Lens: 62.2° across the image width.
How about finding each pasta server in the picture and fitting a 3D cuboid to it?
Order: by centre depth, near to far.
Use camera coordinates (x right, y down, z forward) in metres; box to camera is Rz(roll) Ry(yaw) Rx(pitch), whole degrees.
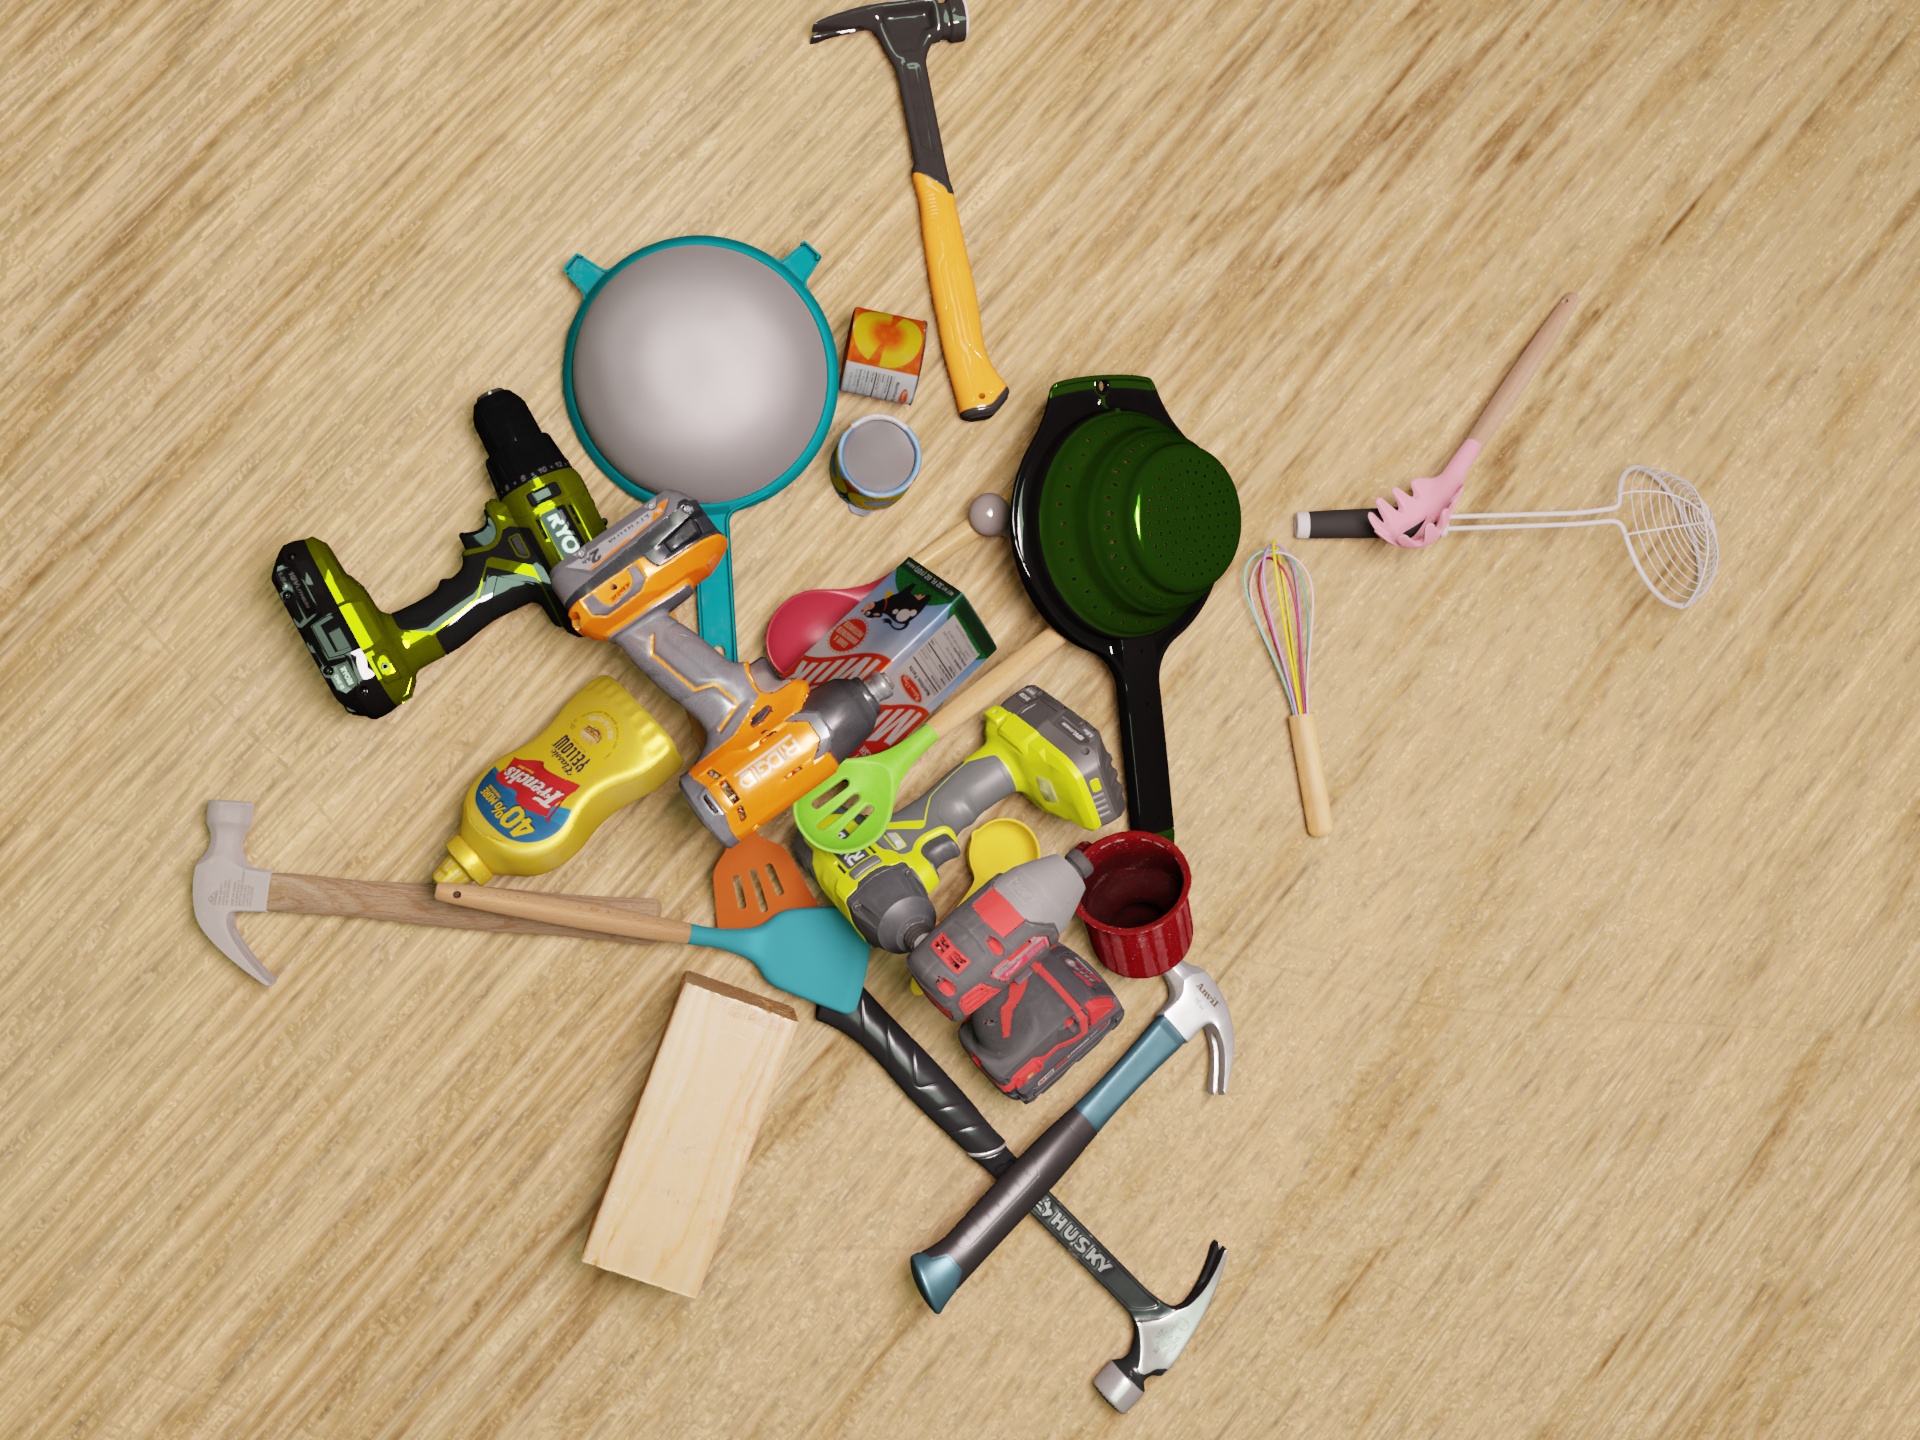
[{"bbox_3d":[0.432,-0.250,1.306,0.316,0.060,0.040,-52,135,-20],"label":"pasta server"}]

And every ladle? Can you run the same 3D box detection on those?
[{"bbox_3d":[-0.021,-0.133,1.254,0.315,0.031,0.069,-36,102,-11],"label":"ladle"}]

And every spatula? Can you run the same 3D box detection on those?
[{"bbox_3d":[-0.222,0.151,1.168,0.317,0.044,0.082,13,83,-21],"label":"spatula"},{"bbox_3d":[-0.192,0.014,1.201,0.081,0.041,0.322,-19,94,-11],"label":"spatula"}]

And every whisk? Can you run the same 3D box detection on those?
[{"bbox_3d":[0.272,-0.026,1.292,0.051,0.047,0.245,-10,92,-11],"label":"whisk"}]

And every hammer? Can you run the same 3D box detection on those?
[{"bbox_3d":[-0.390,0.139,1.175,0.331,0.031,0.130,6,86,-10],"label":"hammer"},{"bbox_3d":[0.085,0.315,1.217,0.331,0.033,0.128,-42,90,-19],"label":"hammer"},{"bbox_3d":[0.038,0.343,1.238,0.149,0.036,0.409,-44,95,-10],"label":"hammer"},{"bbox_3d":[-0.025,-0.402,1.262,0.127,0.034,0.337,-12,89,-11],"label":"hammer"}]

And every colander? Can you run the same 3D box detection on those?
[{"bbox_3d":[0.155,-0.071,1.222,0.204,0.094,0.397,-11,98,-33],"label":"colander"}]

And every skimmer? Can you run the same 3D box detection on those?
[{"bbox_3d":[0.458,-0.153,1.333,0.363,0.090,0.127,-1,71,1],"label":"skimmer"}]

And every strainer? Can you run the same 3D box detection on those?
[{"bbox_3d":[-0.194,-0.196,1.180,0.211,0.095,0.340,-3,93,-1],"label":"strainer"}]

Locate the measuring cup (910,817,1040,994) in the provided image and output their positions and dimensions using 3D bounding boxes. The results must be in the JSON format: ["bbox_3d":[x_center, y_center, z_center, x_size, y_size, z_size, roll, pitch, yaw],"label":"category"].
[{"bbox_3d":[0.005,0.146,1.244,0.062,0.029,0.156,34,83,-6],"label":"measuring cup"}]

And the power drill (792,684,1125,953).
[{"bbox_3d":[0.004,0.079,1.181,0.223,0.171,0.080,-33,125,-14],"label":"power drill"}]

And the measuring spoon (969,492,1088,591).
[{"bbox_3d":[0.061,-0.138,1.260,0.124,0.018,0.034,33,85,-20],"label":"measuring spoon"}]

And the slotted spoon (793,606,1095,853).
[{"bbox_3d":[-0.002,-0.004,1.195,0.314,0.031,0.070,-39,84,-24],"label":"slotted spoon"}]

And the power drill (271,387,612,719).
[{"bbox_3d":[-0.375,-0.121,1.169,0.228,0.080,0.190,-28,93,-13],"label":"power drill"}]

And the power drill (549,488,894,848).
[{"bbox_3d":[-0.163,-0.047,1.117,0.164,0.084,0.226,-35,86,-5],"label":"power drill"}]

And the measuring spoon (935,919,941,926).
[{"bbox_3d":[-0.052,0.149,1.245,0.117,0.011,0.021,24,72,-4],"label":"measuring spoon"}]

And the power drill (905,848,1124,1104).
[{"bbox_3d":[0.047,0.179,1.139,0.143,0.219,0.079,-40,58,-12],"label":"power drill"}]
